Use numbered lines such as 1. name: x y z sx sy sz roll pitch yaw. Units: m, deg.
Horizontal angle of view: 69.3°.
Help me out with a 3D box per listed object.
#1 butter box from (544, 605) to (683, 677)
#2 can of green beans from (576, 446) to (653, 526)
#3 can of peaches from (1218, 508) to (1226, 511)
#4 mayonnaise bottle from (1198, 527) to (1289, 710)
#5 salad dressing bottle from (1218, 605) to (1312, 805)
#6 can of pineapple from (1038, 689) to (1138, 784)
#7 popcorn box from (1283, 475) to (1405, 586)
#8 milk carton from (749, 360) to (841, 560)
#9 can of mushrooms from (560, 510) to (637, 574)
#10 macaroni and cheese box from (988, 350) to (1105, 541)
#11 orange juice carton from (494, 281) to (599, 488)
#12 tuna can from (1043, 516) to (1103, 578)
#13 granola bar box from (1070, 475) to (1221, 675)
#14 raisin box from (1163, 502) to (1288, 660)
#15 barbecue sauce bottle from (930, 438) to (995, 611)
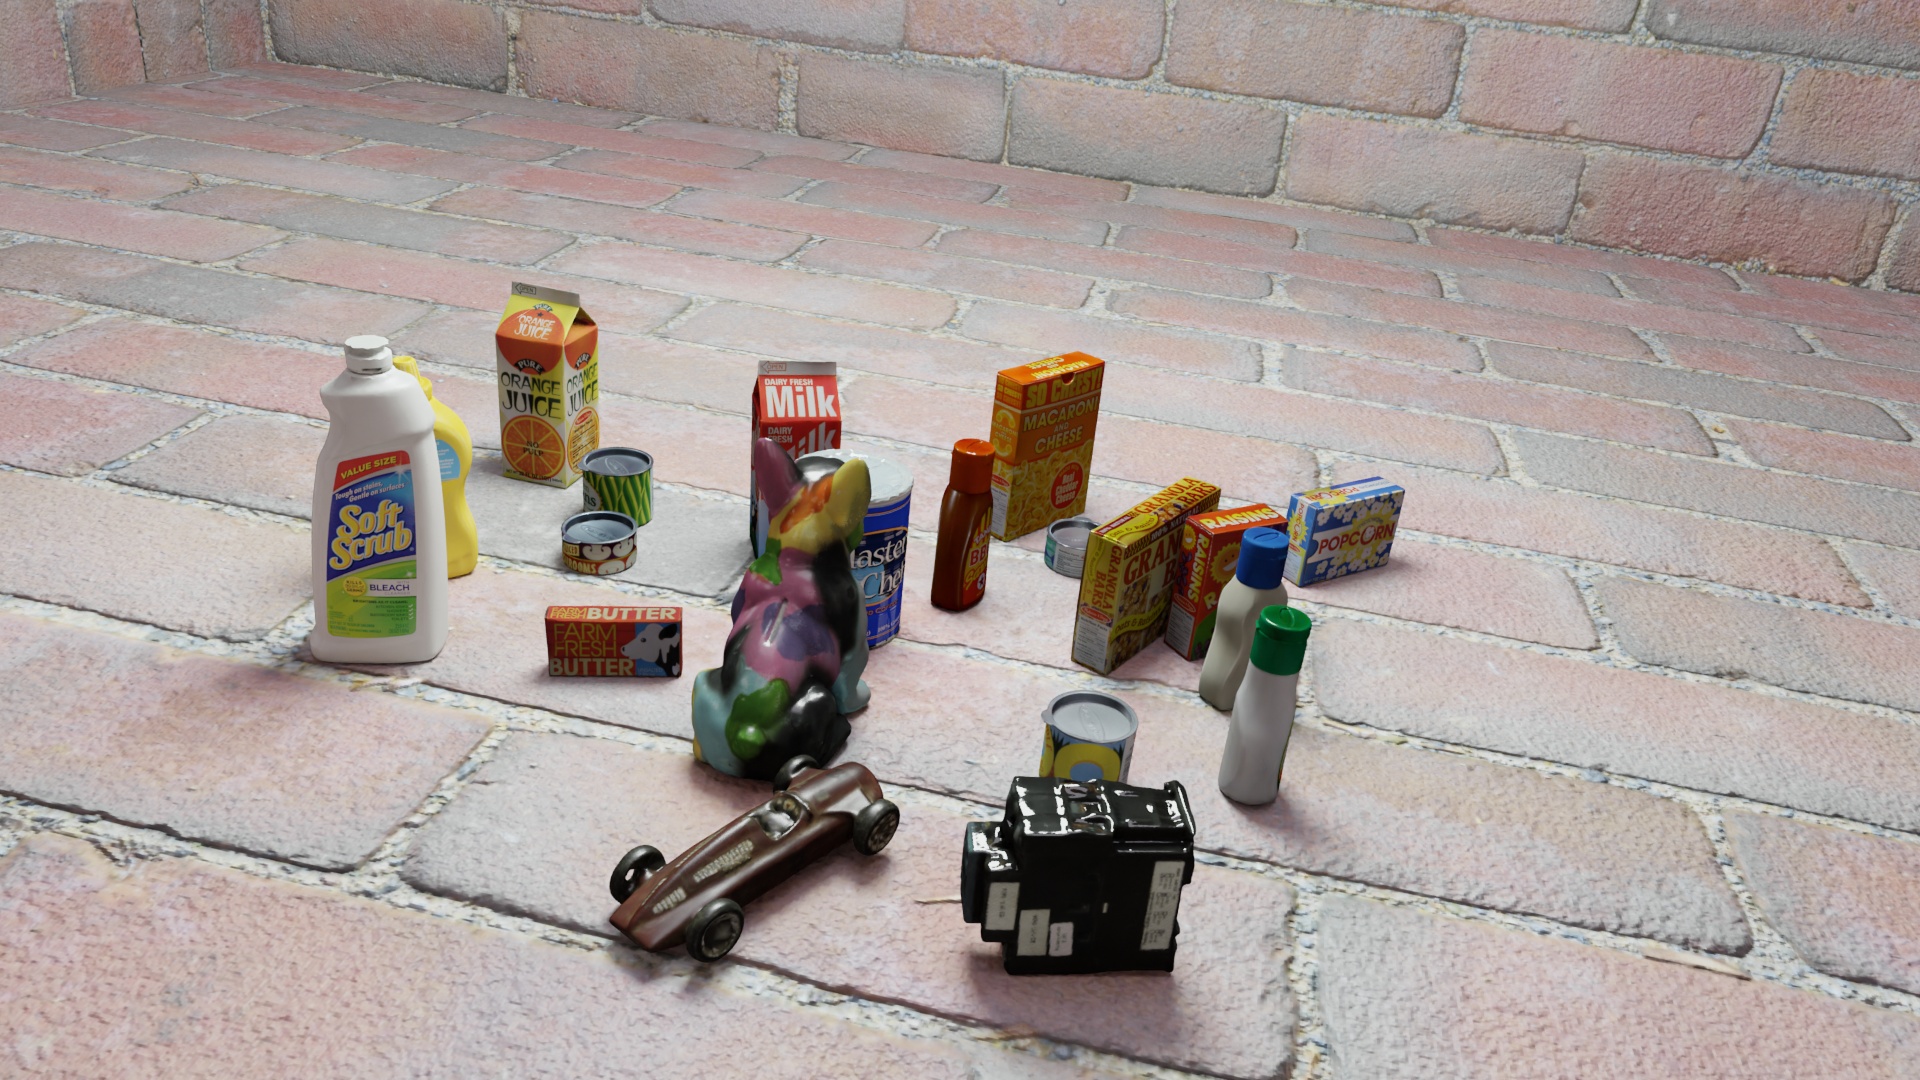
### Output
1. butter box: -0.268 0.078 1.078 0.103 0.053 0.024 2 27 -9
2. can of green beans: -0.324 -0.050 1.315 0.071 0.057 0.071 5 26 -2
3. can of peaches: 0.242 0.008 1.322 0.071 0.057 0.071 5 26 -2
4. mayonnaise bottle: 0.231 0.062 1.112 0.065 0.147 0.041 -14 33 -35
5. salad dressing bottle: 0.219 0.119 0.998 0.044 0.147 0.064 9 26 5
6. can of pineapple: 0.090 0.150 1.008 0.071 0.057 0.071 5 26 -2
7. popcorn box: 0.371 -0.010 1.357 0.127 0.084 0.038 -11 31 -31
8. milk carton: -0.150 -0.072 1.250 0.072 0.189 0.074 -2 27 -15
9. can of mushrooms: -0.324 0.002 1.239 0.071 0.033 0.071 5 26 -2
10. macaroni and cheese box: 0.082 -0.094 1.371 0.040 0.165 0.124 28 33 37
11. orange juice carton: -0.403 -0.156 1.360 0.072 0.191 0.073 11 27 10
12. tuna can: 0.114 0.006 1.327 0.071 0.032 0.071 5 26 -2
13. granola bar box: 0.160 0.027 1.194 0.039 0.123 0.166 23 31 30
14. raisin box: 0.228 0.035 1.193 0.086 0.122 0.040 -9 30 -28
15. barbecue sauce bottle: 0.004 -0.015 1.217 0.044 0.147 0.065 16 28 20
